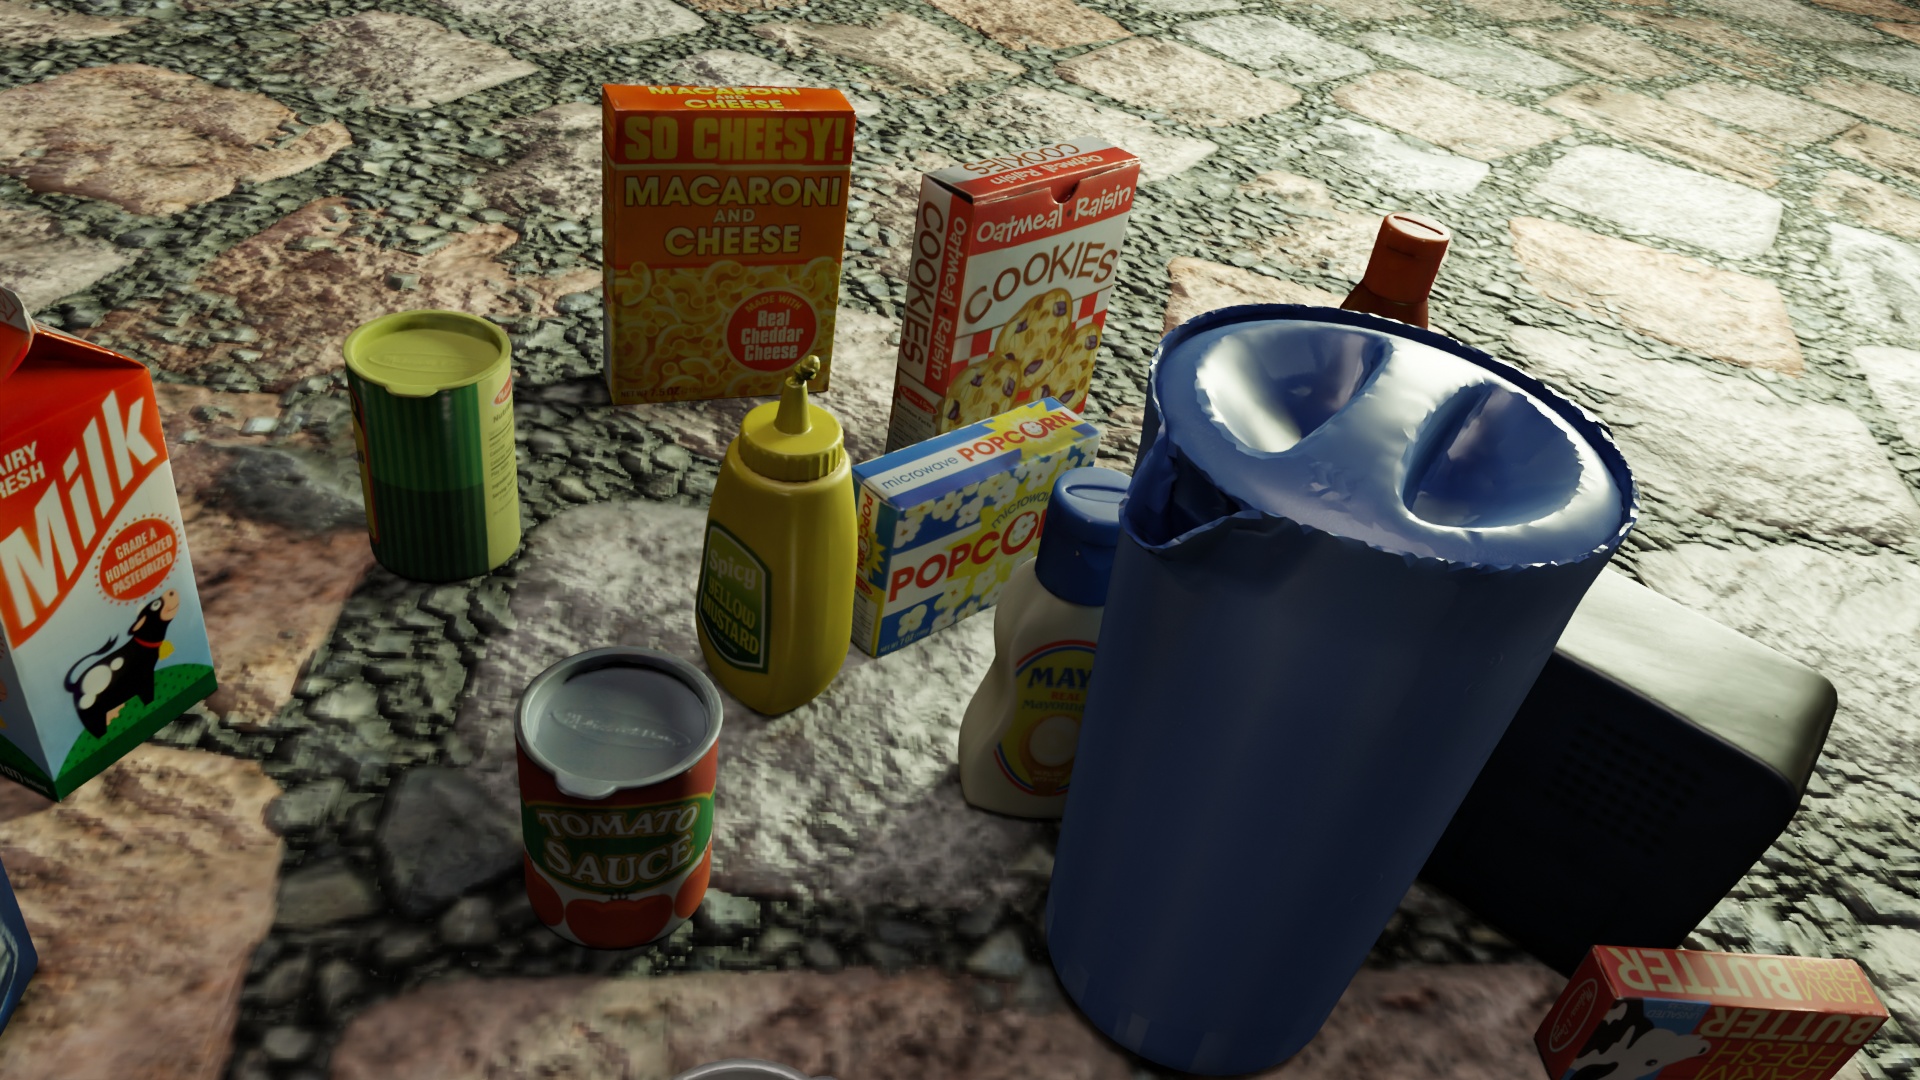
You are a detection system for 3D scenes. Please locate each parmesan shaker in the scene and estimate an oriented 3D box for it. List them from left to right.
[{"bbox_3d":[-0.230,-0.039,0.608,0.071,0.102,0.072,7,36,-5],"label":"parmesan shaker"}]

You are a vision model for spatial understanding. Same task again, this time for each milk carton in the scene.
[{"bbox_3d":[-0.322,-0.010,0.473,0.072,0.189,0.074,21,37,14],"label":"milk carton"}]

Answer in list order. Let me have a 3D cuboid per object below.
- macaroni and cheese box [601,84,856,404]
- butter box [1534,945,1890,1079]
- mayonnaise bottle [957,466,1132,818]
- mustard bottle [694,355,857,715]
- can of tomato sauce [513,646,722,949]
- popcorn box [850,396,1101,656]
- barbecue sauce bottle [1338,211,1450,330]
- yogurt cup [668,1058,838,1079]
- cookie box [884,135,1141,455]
[{"bbox_3d":[-0.127,-0.156,0.739,0.124,0.165,0.040,-6,39,-22],"label":"macaroni and cheese box"},{"bbox_3d":[0.263,0.170,0.490,0.103,0.052,0.024,5,36,-7],"label":"butter box"},{"bbox_3d":[0.039,0.042,0.527,0.065,0.147,0.041,5,36,-7],"label":"mayonnaise bottle"},{"bbox_3d":[-0.072,-0.005,0.553,0.065,0.159,0.049,35,43,30],"label":"mustard bottle"},{"bbox_3d":[-0.117,0.090,0.478,0.071,0.082,0.071,7,36,-5],"label":"can of tomato sauce"},{"bbox_3d":[0.002,-0.008,0.639,0.127,0.084,0.038,-23,47,-37],"label":"popcorn box"},{"bbox_3d":[0.232,-0.109,0.779,0.065,0.147,0.044,29,40,24],"label":"barbecue sauce bottle"},{"bbox_3d":[-0.063,0.188,0.384,0.072,0.053,0.073,7,36,-5],"label":"yogurt cup"},{"bbox_3d":[0.026,-0.117,0.724,0.123,0.166,0.040,-25,49,-39],"label":"cookie box"}]
